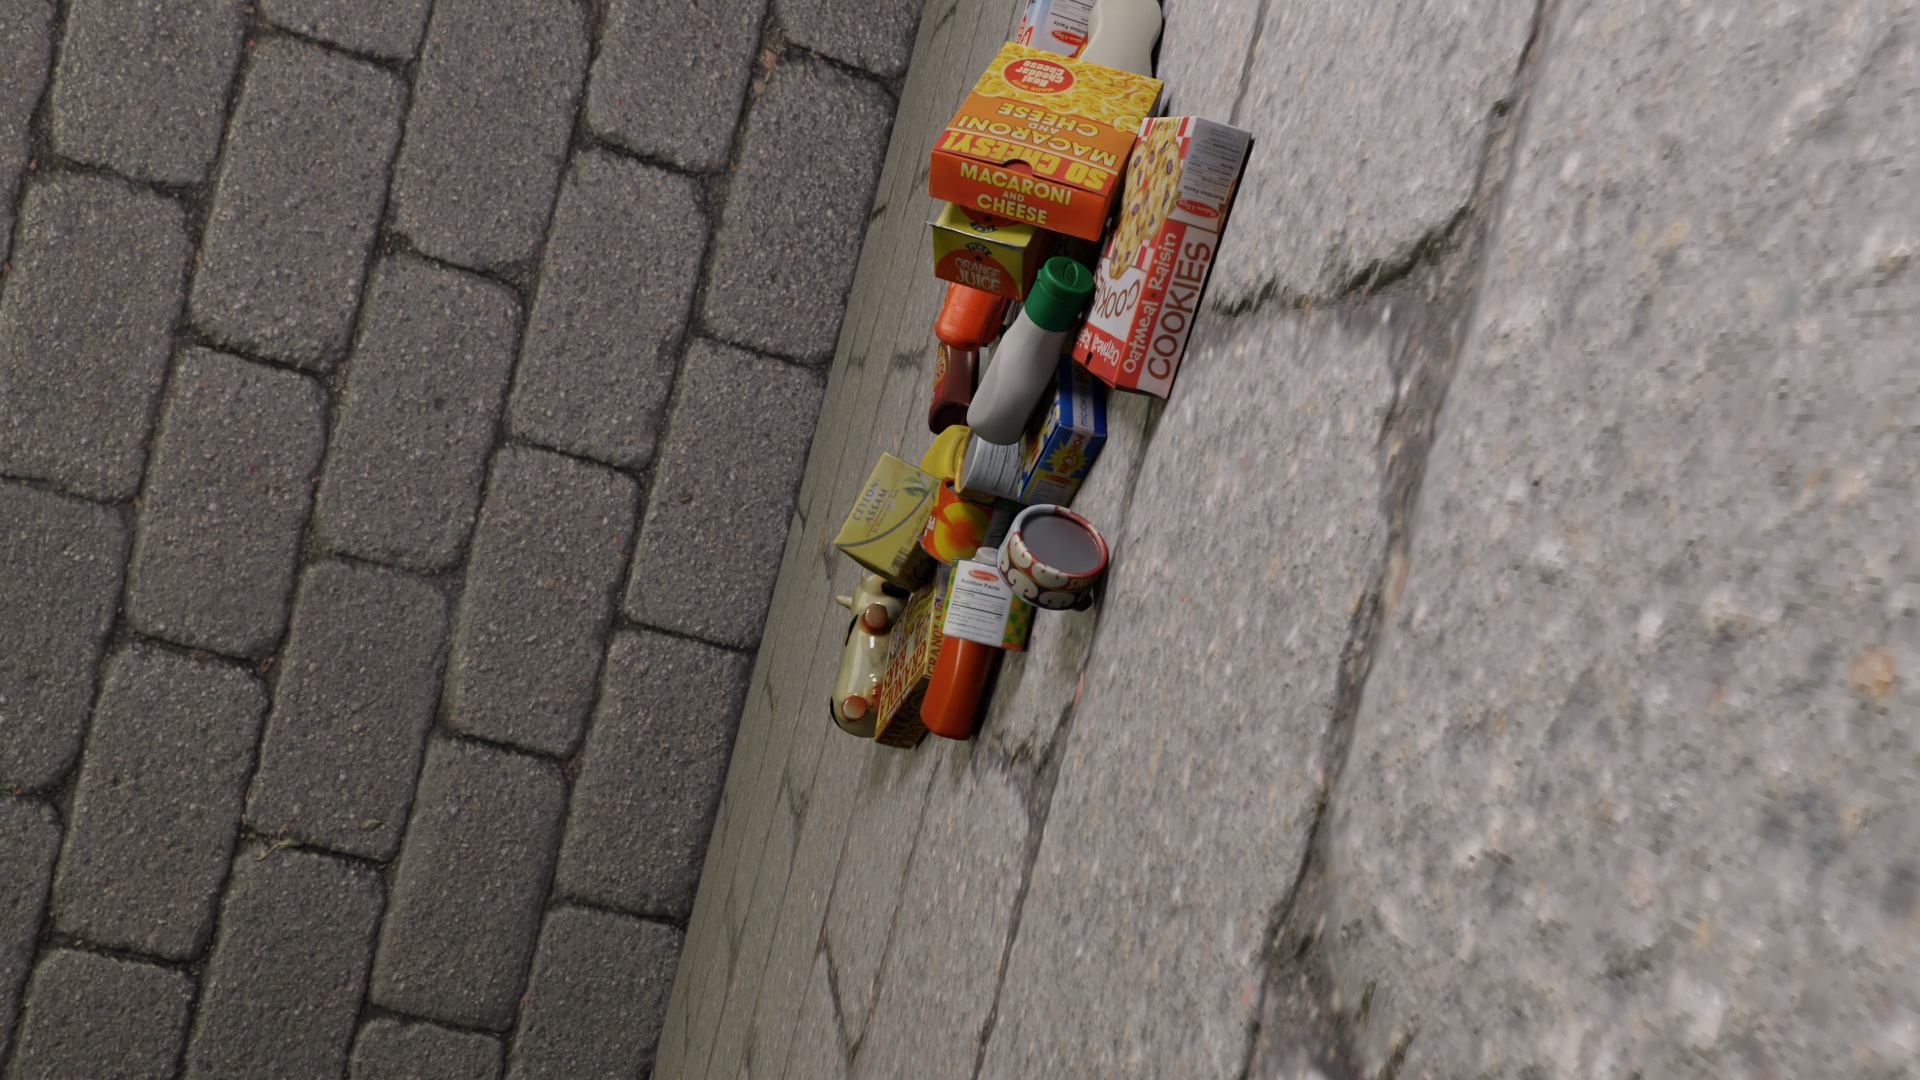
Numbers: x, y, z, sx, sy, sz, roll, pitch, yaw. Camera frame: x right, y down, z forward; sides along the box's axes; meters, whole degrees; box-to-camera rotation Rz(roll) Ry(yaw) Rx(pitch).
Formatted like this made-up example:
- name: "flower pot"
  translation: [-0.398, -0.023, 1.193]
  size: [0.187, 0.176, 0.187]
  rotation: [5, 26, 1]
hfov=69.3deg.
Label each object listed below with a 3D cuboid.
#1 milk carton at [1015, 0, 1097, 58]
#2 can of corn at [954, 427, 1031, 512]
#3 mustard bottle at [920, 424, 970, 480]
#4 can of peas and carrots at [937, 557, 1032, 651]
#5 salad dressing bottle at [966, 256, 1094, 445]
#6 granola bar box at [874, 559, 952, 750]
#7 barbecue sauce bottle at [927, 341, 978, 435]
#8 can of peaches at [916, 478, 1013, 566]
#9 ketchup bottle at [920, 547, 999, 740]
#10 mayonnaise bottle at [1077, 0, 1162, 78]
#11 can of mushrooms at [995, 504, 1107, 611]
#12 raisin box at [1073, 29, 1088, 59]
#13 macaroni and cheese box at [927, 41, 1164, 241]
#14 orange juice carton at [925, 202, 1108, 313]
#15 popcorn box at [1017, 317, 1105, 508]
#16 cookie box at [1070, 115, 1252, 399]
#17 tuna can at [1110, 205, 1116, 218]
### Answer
- name: "milk carton"
  translation: [0.087, -0.439, 1.271]
  size: [0.072, 0.073, 0.189]
  rotation: [-110, 35, -69]
- name: "can of corn"
  translation: [0.032, -0.061, 1.121]
  size: [0.071, 0.058, 0.071]
  rotation: [-164, 88, -78]
- name: "mustard bottle"
  translation: [-0.009, -0.073, 1.348]
  size: [0.160, 0.049, 0.065]
  rotation: [171, 115, -78]
- name: "can of peas and carrots"
  translation: [0.022, 0.048, 1.031]
  size: [0.071, 0.071, 0.058]
  rotation: [176, 107, -78]
- name: "salad dressing bottle"
  translation: [0.049, -0.131, 0.972]
  size: [0.146, 0.044, 0.064]
  rotation: [118, 168, -45]
- name: "granola bar box"
  translation: [-0.032, 0.104, 1.270]
  size: [0.164, 0.039, 0.125]
  rotation: [123, 159, -56]
- name: "barbecue sauce bottle"
  translation: [-0.005, -0.183, 1.471]
  size: [0.064, 0.044, 0.149]
  rotation: [117, 163, -52]
- name: "can of peaches"
  translation: [0.004, -0.015, 1.166]
  size: [0.071, 0.071, 0.057]
  rotation: [-106, 33, -67]
- name: "ketchup bottle"
  translation: [0.009, 0.080, 1.100]
  size: [0.065, 0.043, 0.148]
  rotation: [-118, 44, -71]
- name: "mayonnaise bottle"
  translation: [0.125, -0.390, 1.076]
  size: [0.041, 0.065, 0.148]
  rotation: [125, 160, -69]
- name: "can of mushrooms"
  translation: [0.061, 0.012, 0.893]
  size: [0.071, 0.071, 0.033]
  rotation: [-89, 19, -47]
- name: "raisin box"
  translation: [0.117, -0.368, 1.136]
  size: [0.086, 0.040, 0.124]
  rotation: [132, 149, -68]
- name: "macaroni and cheese box"
  translation: [0.062, -0.283, 0.972]
  size: [0.040, 0.124, 0.167]
  rotation: [98, -167, -46]
- name: "orange juice carton"
  translation: [0.041, -0.215, 1.018]
  size: [0.193, 0.072, 0.073]
  rotation: [-16, -56, -68]
- name: "popcorn box"
  translation: [0.073, -0.095, 1.022]
  size: [0.084, 0.038, 0.127]
  rotation: [115, 164, -46]
- name: "cookie box"
  translation: [0.123, -0.183, 0.887]
  size: [0.123, 0.040, 0.167]
  rotation: [-116, 42, -72]
- name: "tuna can"
  translation: [0.115, -0.279, 1.054]
  size: [0.071, 0.033, 0.071]
  rotation: [-164, 88, -78]
